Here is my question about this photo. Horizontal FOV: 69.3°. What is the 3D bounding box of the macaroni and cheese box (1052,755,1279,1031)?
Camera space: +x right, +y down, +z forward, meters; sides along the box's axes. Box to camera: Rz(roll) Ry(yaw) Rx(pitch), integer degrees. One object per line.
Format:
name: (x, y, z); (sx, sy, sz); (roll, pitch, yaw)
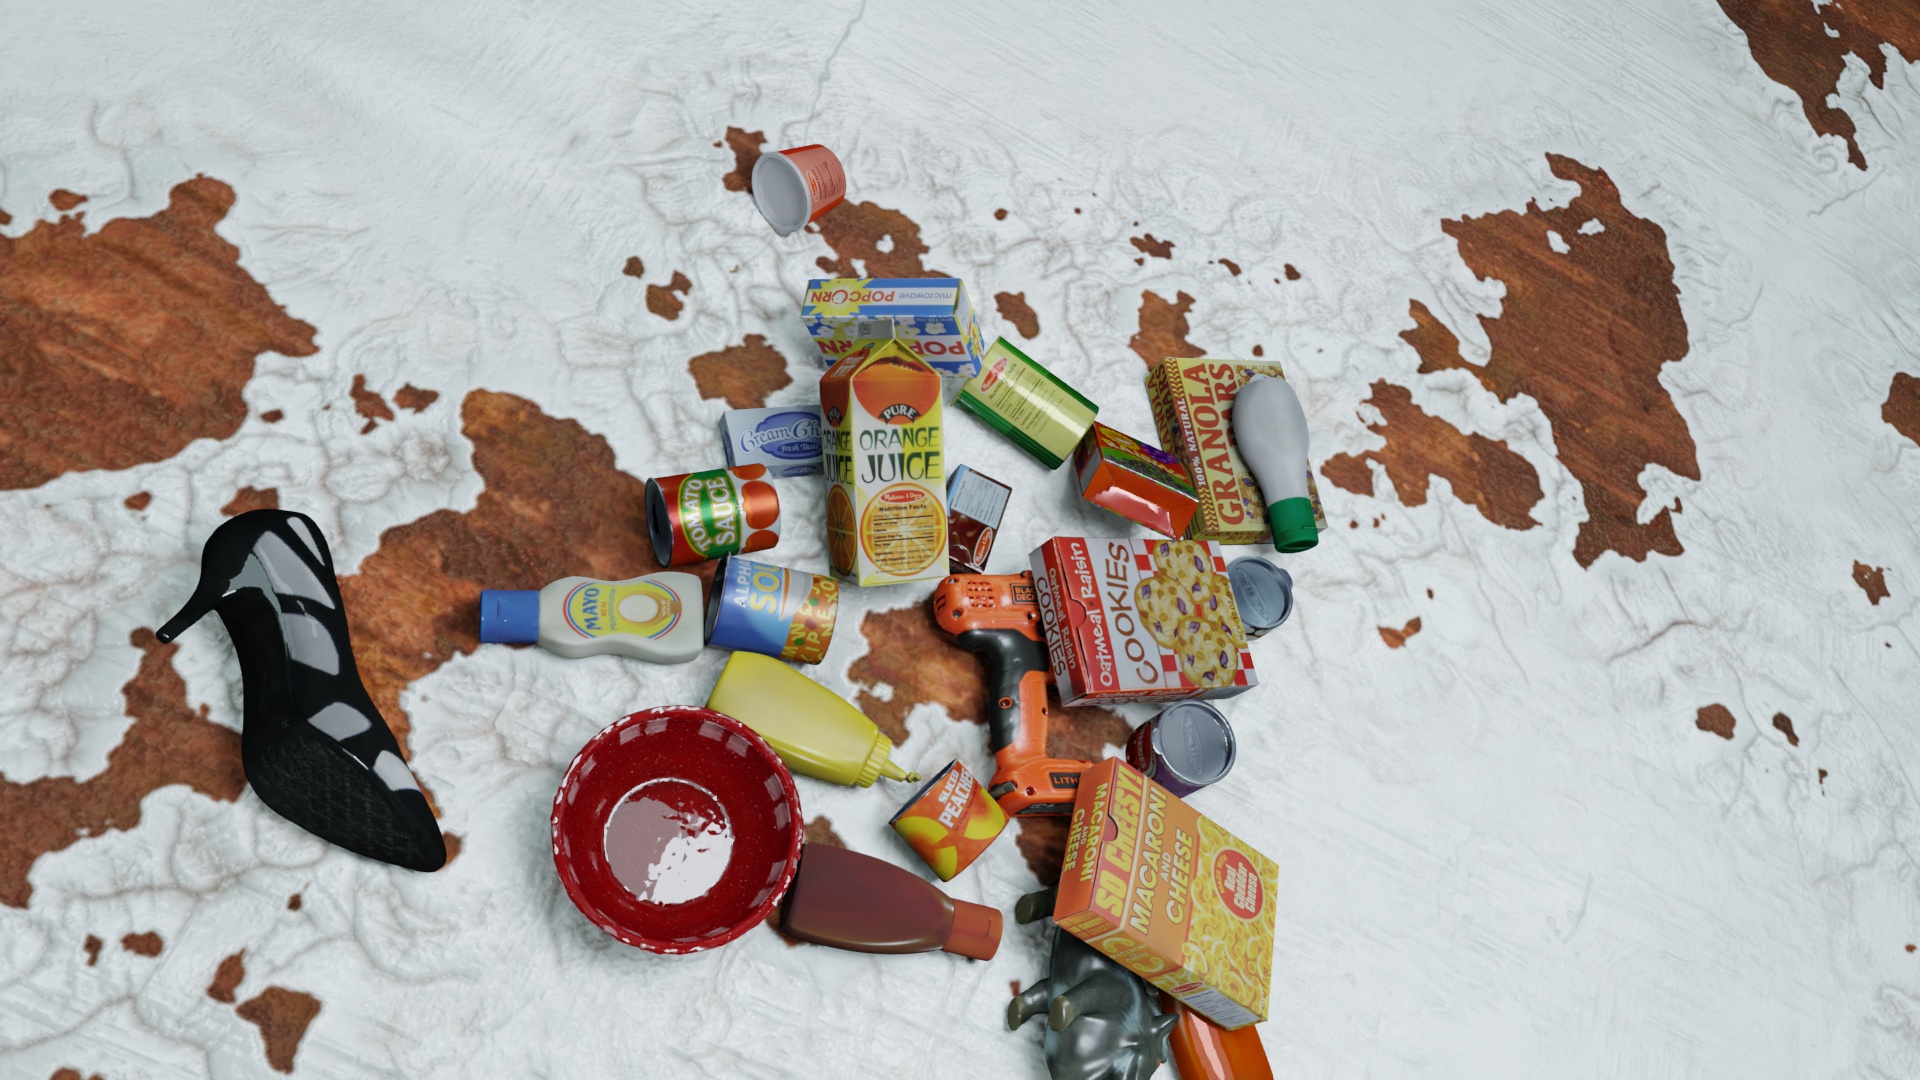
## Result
macaroni and cheese box: (0.148, 0.244, 0.965); (0.166, 0.040, 0.124); (36, 44, -19)

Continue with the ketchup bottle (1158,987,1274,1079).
ketchup bottle: (0.171, 0.325, 0.996); (0.065, 0.043, 0.149); (-7, 69, -30)

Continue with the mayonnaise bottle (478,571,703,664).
mayonnaise bottle: (-0.255, 0.053, 0.963); (0.148, 0.041, 0.065); (2, 68, -21)

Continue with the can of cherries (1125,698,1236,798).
can of cherries: (0.166, 0.160, 1.064); (0.071, 0.058, 0.072); (8, 65, -17)

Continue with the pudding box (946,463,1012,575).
pudding box: (0.004, -0.014, 1.100); (0.049, 0.030, 0.084); (25, 60, -10)

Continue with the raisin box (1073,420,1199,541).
raisin box: (0.140, -0.050, 1.124); (0.086, 0.040, 0.124); (23, 19, -7)

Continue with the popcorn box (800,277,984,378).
popcorn box: (-0.051, -0.166, 1.089); (0.127, 0.085, 0.038); (3, 64, 16)

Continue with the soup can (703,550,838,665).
soup can: (-0.135, 0.048, 0.994); (0.084, 0.071, 0.071); (12, 63, -16)

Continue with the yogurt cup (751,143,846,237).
yogurt cup: (-0.133, -0.298, 1.164); (0.054, 0.072, 0.072); (-34, 82, -38)

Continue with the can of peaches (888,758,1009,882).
can of peaches: (-0.006, 0.196, 0.974); (0.058, 0.071, 0.071); (47, 59, 4)

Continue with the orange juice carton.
orange juice carton: (-0.058, -0.067, 1.031); (0.073, 0.072, 0.192); (-5, 96, -23)

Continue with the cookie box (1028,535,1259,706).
cookie box: (0.140, 0.060, 1.059); (0.168, 0.040, 0.123); (2, 65, -33)

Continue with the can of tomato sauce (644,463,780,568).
can of tomato sauce: (-0.180, -0.019, 1.009); (0.083, 0.071, 0.071); (-10, 70, -25)

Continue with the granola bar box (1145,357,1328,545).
granola bar box: (0.240, -0.078, 1.216); (0.124, 0.039, 0.166); (-1, 67, -22)

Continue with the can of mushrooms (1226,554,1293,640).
can of mushrooms: (0.243, 0.048, 1.161); (0.071, 0.033, 0.071); (8, 63, -17)

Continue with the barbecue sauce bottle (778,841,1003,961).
barbecue sauce bottle: (-0.045, 0.253, 0.948); (0.148, 0.043, 0.065); (17, 62, -13)

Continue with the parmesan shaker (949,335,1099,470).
parmesan shaker: (0.053, -0.110, 1.146); (0.103, 0.071, 0.071); (36, 59, -3)

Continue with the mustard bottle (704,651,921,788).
mustard bottle: (-0.101, 0.137, 0.978); (0.160, 0.048, 0.065); (29, 58, -7)

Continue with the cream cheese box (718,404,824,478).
cream cheese box: (-0.132, -0.077, 1.082); (0.104, 0.024, 0.053); (-7, 68, -24)

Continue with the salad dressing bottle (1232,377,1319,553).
salad dressing bottle: (0.269, -0.063, 1.171); (0.064, 0.043, 0.148); (2, 67, -23)
